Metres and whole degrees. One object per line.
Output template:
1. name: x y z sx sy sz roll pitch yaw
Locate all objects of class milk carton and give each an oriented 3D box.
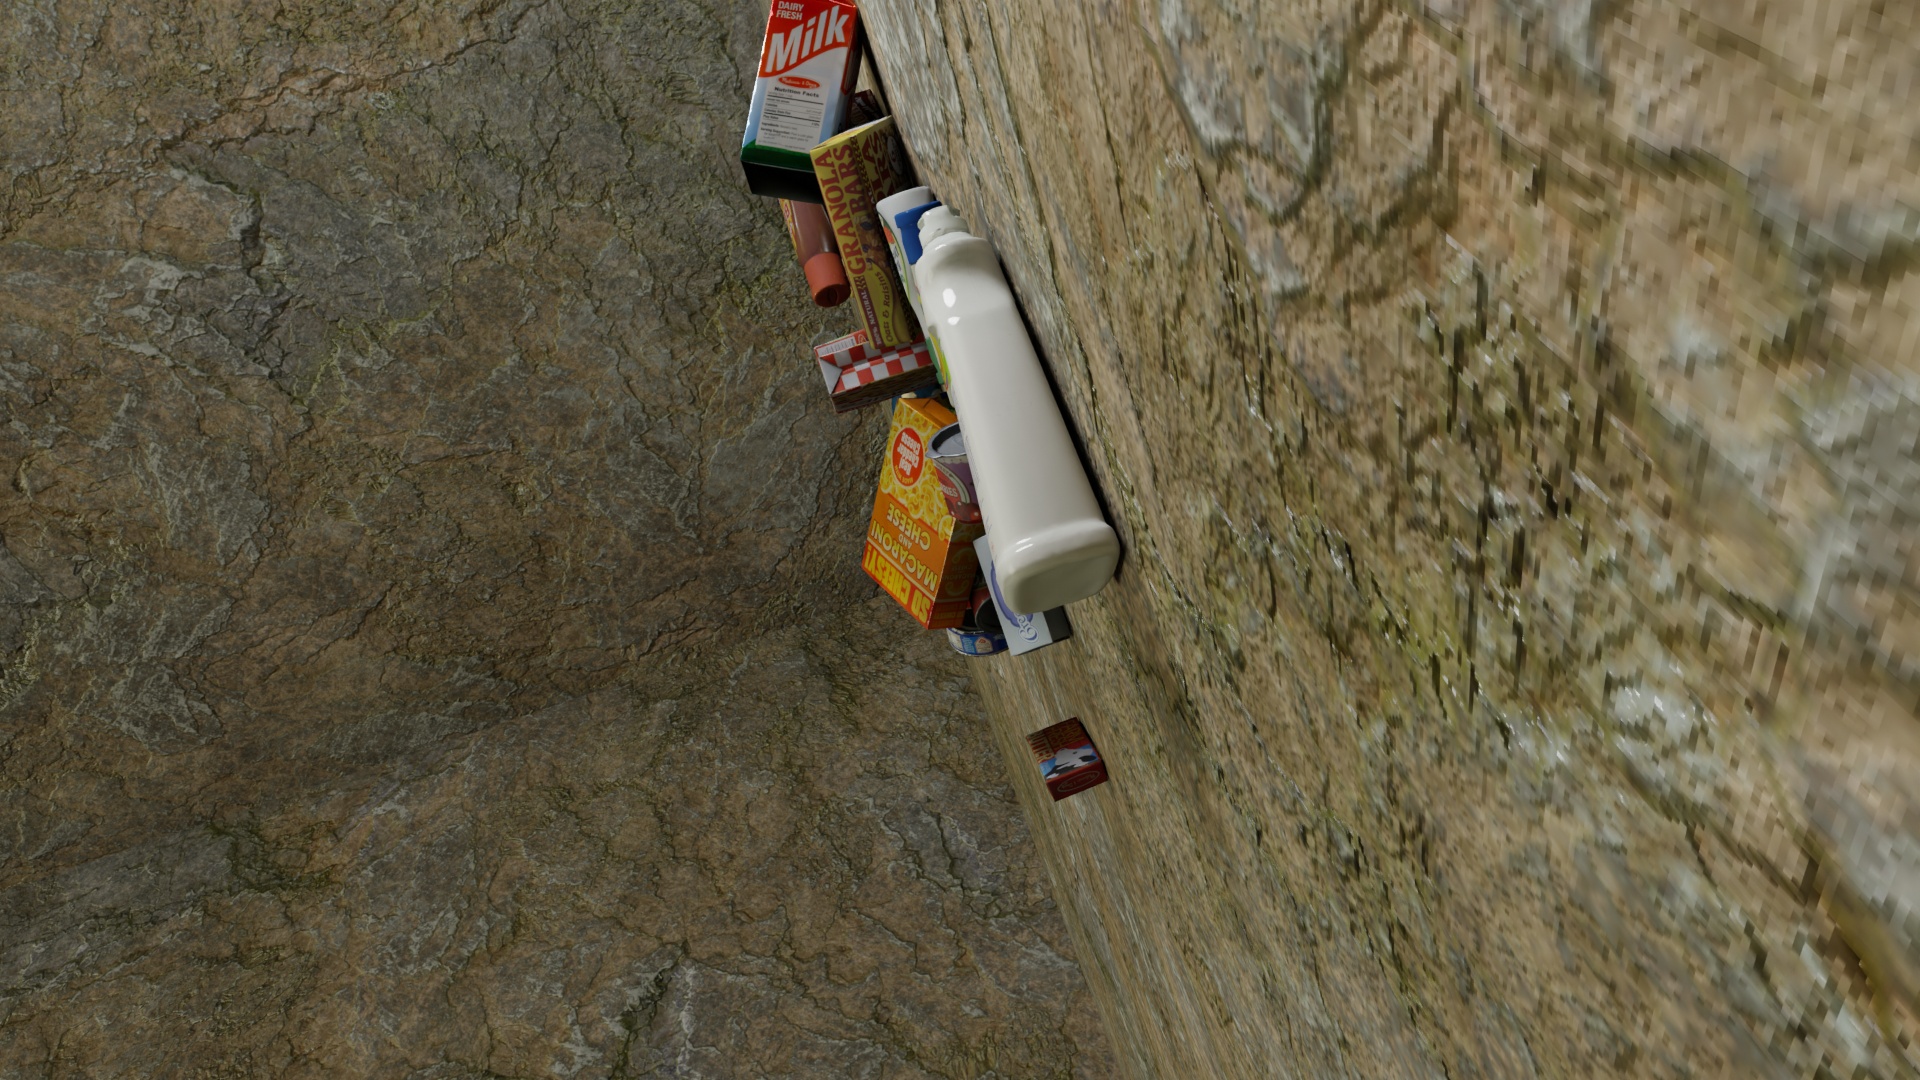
1. milk carton: -0.128 -0.387 1.168 0.072 0.073 0.191 91 -171 -81

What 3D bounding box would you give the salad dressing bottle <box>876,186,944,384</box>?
1. salad dressing bottle: -0.021 -0.195 1.069 0.064 0.044 0.147 -107 -2 -84

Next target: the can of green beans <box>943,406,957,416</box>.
1. can of green beans: -0.018 -0.094 1.382 0.057 0.071 0.071 88 163 -77

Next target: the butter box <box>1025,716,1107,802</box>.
1. butter box: 0.094 0.195 1.249 0.104 0.053 0.024 -118 7 -74

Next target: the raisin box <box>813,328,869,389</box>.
1. raisin box: -0.087 -0.198 1.437 0.086 0.123 0.040 160 90 -87

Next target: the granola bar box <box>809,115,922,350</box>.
1. granola bar box: -0.065 -0.252 1.134 0.125 0.039 0.165 -62 -42 -63

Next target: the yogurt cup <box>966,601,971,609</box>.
1. yogurt cup: -0.005 0.043 1.440 0.072 0.054 0.072 167 85 -86

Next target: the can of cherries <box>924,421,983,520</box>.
1. can of cherries: 0.012 -0.055 1.060 0.072 0.071 0.058 -115 7 -63

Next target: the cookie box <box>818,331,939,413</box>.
1. cookie box: -0.067 -0.162 1.311 0.167 0.123 0.040 175 78 -86

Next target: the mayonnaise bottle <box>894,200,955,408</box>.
1. mayonnaise bottle: -0.009 -0.171 1.015 0.065 0.041 0.147 -117 8 -78

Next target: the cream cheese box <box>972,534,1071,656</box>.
1. cream cheese box: 0.050 0.039 1.137 0.053 0.024 0.104 -27 79 47

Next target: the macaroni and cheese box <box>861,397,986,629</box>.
1. macaroni and cheese box: -0.026 -0.025 1.203 0.124 0.040 0.165 40 123 47

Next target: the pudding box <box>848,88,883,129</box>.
1. pudding box: -0.090 -0.361 1.235 0.030 0.050 0.084 79 172 -53

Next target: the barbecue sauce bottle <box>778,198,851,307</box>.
1. barbecue sauce bottle: -0.140 -0.291 1.317 0.064 0.044 0.149 90 163 -66

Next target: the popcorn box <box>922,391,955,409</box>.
1. popcorn box: -0.007 -0.087 1.481 0.084 0.038 0.127 73 176 -48

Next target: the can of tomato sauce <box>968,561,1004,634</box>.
1. can of tomato sauce: 0.033 0.028 1.216 0.071 0.071 0.083 76 175 -52
